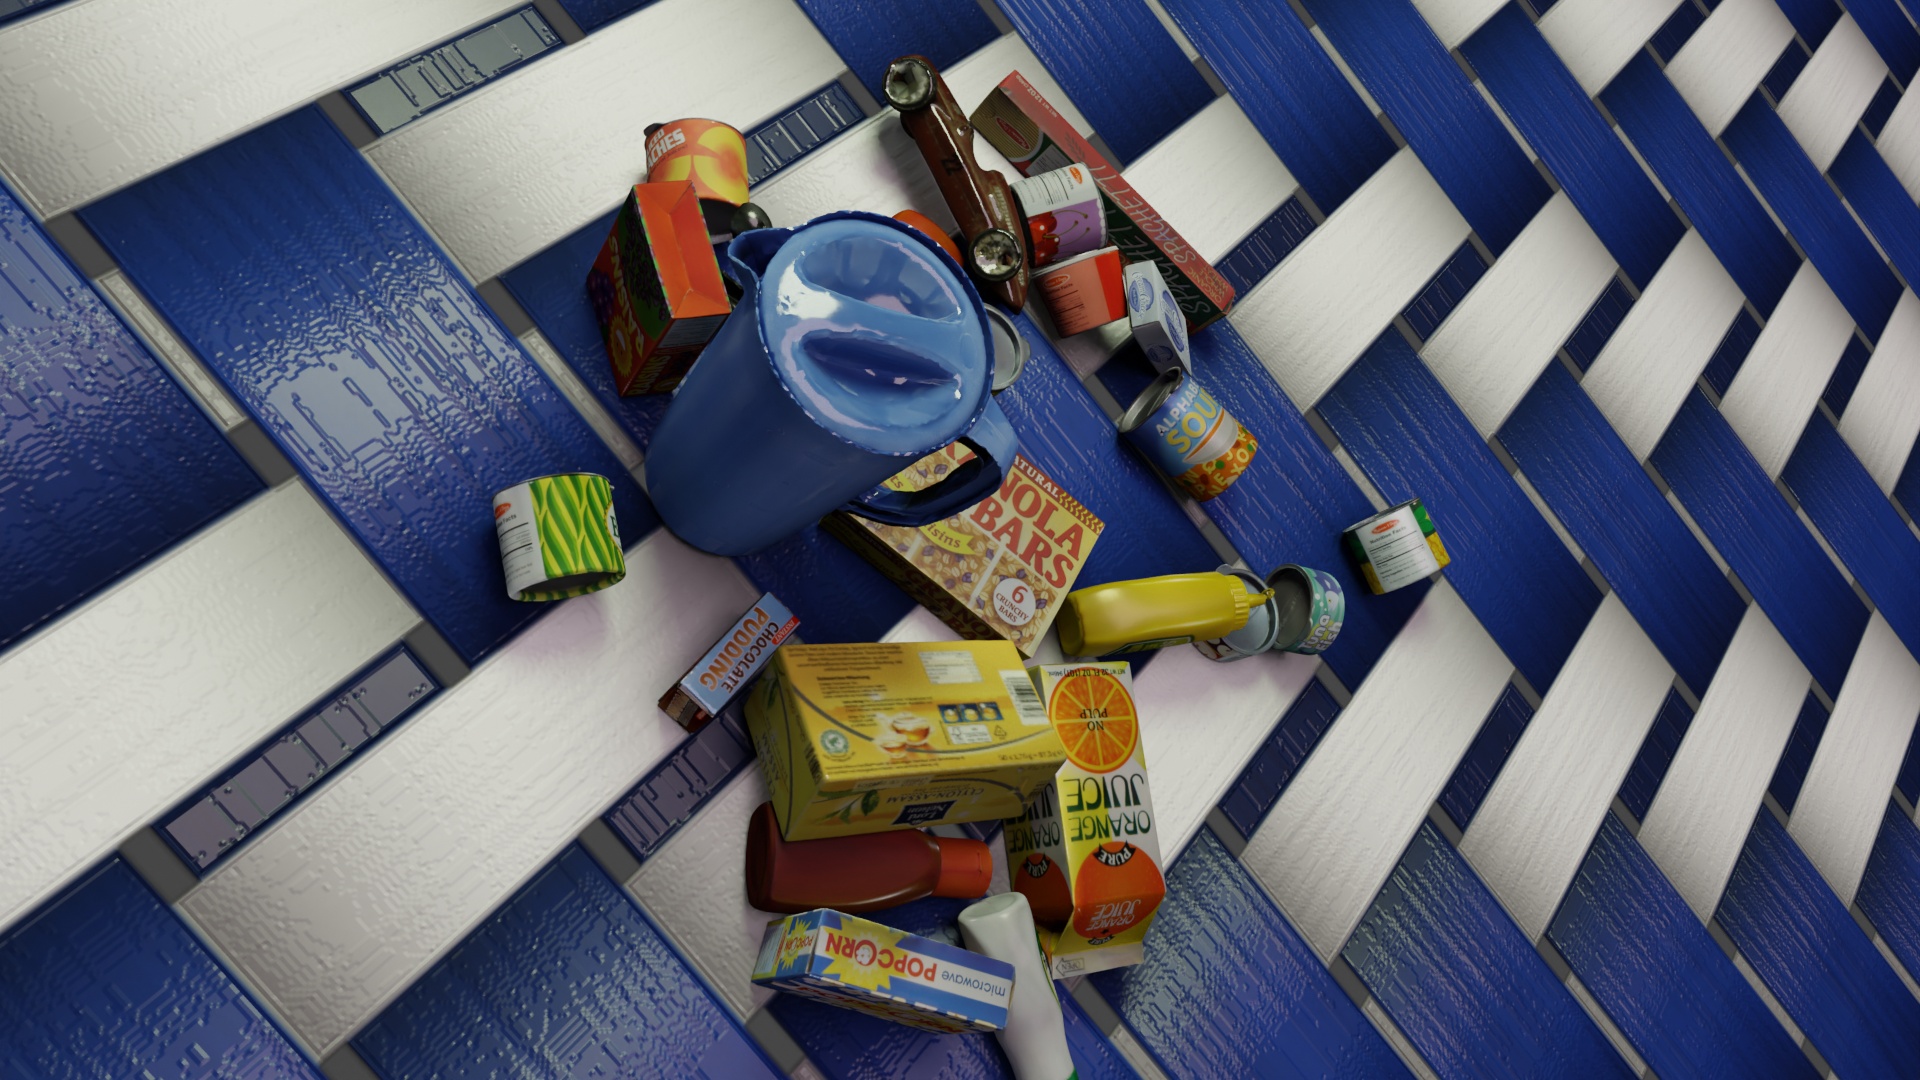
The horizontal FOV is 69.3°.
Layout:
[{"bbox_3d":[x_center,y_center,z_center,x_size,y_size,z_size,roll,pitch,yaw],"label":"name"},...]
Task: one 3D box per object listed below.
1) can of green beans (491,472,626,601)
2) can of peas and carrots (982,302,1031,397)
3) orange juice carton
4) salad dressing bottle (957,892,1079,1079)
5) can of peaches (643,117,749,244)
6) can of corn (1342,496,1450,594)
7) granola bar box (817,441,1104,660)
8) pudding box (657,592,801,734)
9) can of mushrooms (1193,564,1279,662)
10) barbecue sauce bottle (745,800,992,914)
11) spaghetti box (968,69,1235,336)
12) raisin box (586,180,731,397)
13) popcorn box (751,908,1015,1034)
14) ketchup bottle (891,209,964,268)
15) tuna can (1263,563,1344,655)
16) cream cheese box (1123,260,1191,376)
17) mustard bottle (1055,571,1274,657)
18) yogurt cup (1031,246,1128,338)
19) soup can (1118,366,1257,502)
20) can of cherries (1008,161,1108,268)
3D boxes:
[{"bbox_3d":[-0.228,-0.001,0.790,0.071,0.071,0.058,-7,77,-31],"label":"can of green beans"},{"bbox_3d":[0.004,-0.125,0.972,0.071,0.058,0.071,10,68,-27],"label":"can of peas and carrots"},{"bbox_3d":[0.075,0.178,0.896,0.072,0.072,0.193,1,73,-30],"label":"orange juice carton"},{"bbox_3d":[0.041,0.292,0.846,0.044,0.064,0.147,-18,91,-14],"label":"salad dressing bottle"},{"bbox_3d":[-0.173,-0.233,0.904,0.071,0.071,0.058,2,73,-29],"label":"can of peaches"},{"bbox_3d":[0.353,0.004,1.122,0.071,0.071,0.058,-23,86,-34],"label":"can of corn"},{"bbox_3d":[0.003,-0.012,0.943,0.165,0.039,0.125,39,59,-12],"label":"granola bar box"},{"bbox_3d":[-0.138,0.073,0.826,0.030,0.049,0.084,45,57,-5],"label":"pudding box"},{"bbox_3d":[0.201,0.054,1.036,0.071,0.033,0.071,10,69,-26],"label":"can of mushrooms"},{"bbox_3d":[-0.053,0.193,0.835,0.149,0.043,0.065,11,61,-27],"label":"barbecue sauce bottle"},{"bbox_3d":[0.113,-0.260,1.087,0.250,0.050,0.029,42,59,-11],"label":"spaghetti box"},{"bbox_3d":[-0.183,-0.148,0.834,0.040,0.123,0.086,-13,80,-31],"label":"raisin box"},{"bbox_3d":[-0.044,0.249,0.795,0.127,0.085,0.038,23,62,-21],"label":"popcorn box"},{"bbox_3d":[-0.055,-0.160,0.959,0.064,0.043,0.149,41,58,-17],"label":"ketchup bottle"},{"bbox_3d":[0.256,0.054,1.045,0.033,0.071,0.071,13,67,-26],"label":"tuna can"},{"bbox_3d":[0.150,-0.166,1.057,0.103,0.024,0.053,37,46,-62],"label":"cream cheese box"},{"bbox_3d":[0.150,0.049,0.972,0.160,0.065,0.049,-7,78,-15],"label":"mustard bottle"},{"bbox_3d":[0.093,-0.185,1.040,0.073,0.072,0.054,-23,98,-34],"label":"yogurt cup"},{"bbox_3d":[0.173,-0.080,1.044,0.083,0.071,0.072,40,58,-12],"label":"soup can"},{"bbox_3d":[0.072,-0.240,1.038,0.058,0.071,0.071,-19,82,-6],"label":"can of cherries"}]
